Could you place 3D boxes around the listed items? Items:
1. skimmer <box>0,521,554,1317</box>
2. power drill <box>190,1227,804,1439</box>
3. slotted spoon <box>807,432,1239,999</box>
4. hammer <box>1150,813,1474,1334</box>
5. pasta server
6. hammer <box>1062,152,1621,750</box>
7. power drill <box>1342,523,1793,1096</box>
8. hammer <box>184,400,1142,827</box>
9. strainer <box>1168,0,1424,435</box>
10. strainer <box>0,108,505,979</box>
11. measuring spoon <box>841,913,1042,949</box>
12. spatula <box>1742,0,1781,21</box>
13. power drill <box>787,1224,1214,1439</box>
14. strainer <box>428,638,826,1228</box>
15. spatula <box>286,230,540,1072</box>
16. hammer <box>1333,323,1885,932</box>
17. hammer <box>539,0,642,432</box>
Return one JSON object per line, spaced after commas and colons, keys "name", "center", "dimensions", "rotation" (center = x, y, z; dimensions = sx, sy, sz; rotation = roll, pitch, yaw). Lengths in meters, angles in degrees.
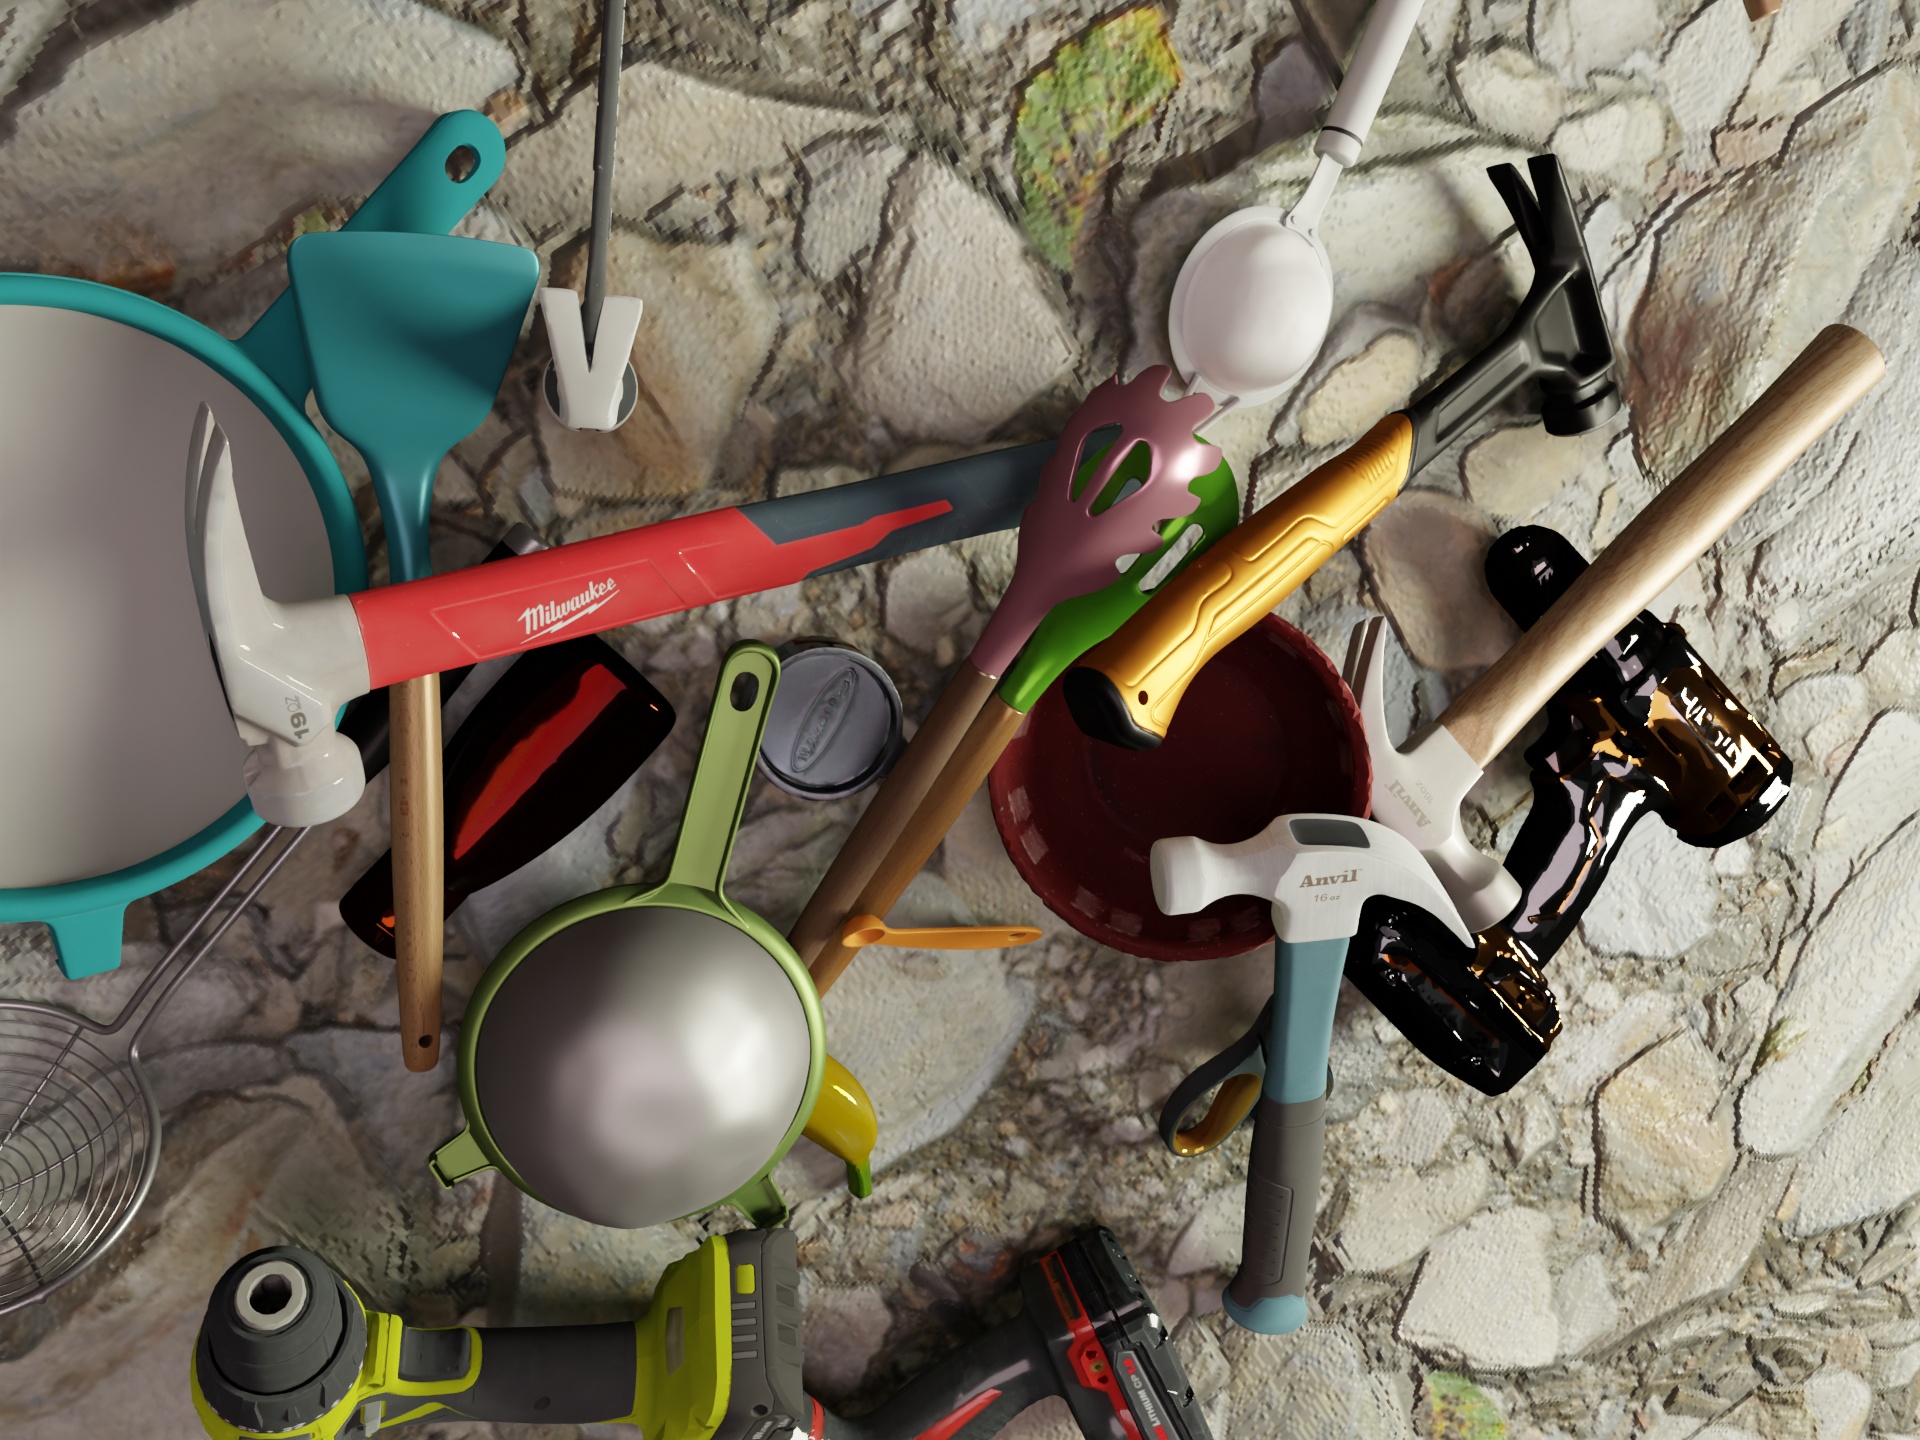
{"name": "skimmer", "center": [-0.286, 0.063, 0.598], "dimensions": [0.127, 0.090, 0.363], "rotation": [40, 89, 9]}
{"name": "power drill", "center": [-0.182, 0.252, 0.633], "dimensions": [0.228, 0.080, 0.190], "rotation": [4, 145, -17]}
{"name": "slotted spoon", "center": [0.009, 0.014, 0.667], "dimensions": [0.070, 0.031, 0.313], "rotation": [34, 107, -5]}
{"name": "hammer", "center": [0.147, 0.172, 0.711], "dimensions": [0.128, 0.033, 0.330], "rotation": [-6, 128, -3]}
{"name": "pasta server", "center": [-0.001, -0.002, 0.642], "dimensions": [0.060, 0.040, 0.316], "rotation": [38, 113, 12]}
{"name": "hammer", "center": [0.159, -0.103, 0.642], "dimensions": [0.337, 0.034, 0.127], "rotation": [-39, 118, -27]}
{"name": "power drill", "center": [0.263, 0.037, 0.749], "dimensions": [0.185, 0.084, 0.226], "rotation": [45, 85, -13]}
{"name": "hammer", "center": [-0.072, -0.078, 0.587], "dimensions": [0.386, 0.038, 0.143], "rotation": [-18, 130, -28]}
{"name": "strainer", "center": [0.157, -0.236, 0.674], "dimensions": [0.086, 0.050, 0.258], "rotation": [21, 94, -35]}
{"name": "strainer", "center": [-0.290, -0.095, 0.565], "dimensions": [0.340, 0.095, 0.210], "rotation": [-57, 134, -19]}
{"name": "measuring spoon", "center": [-0.006, 0.092, 0.701], "dimensions": [0.116, 0.011, 0.021], "rotation": [8, 145, -43]}
{"name": "spatula", "center": [0.283, -0.443, 0.654], "dimensions": [0.060, 0.018, 0.316], "rotation": [-25, 101, -7]}
{"name": "power drill", "center": [0.006, 0.366, 0.761], "dimensions": [0.226, 0.080, 0.187], "rotation": [-24, 108, -5]}
{"name": "strainer", "center": [-0.110, 0.095, 0.627], "dimensions": [0.151, 0.069, 0.256], "rotation": [14, 99, -15]}
{"name": "spatula", "center": [-0.199, -0.013, 0.582], "dimensions": [0.082, 0.044, 0.317], "rotation": [-6, 107, -32]}
{"name": "hammer", "center": [0.294, -0.065, 0.708], "dimensions": [0.331, 0.031, 0.130], "rotation": [-43, 94, -11]}
{"name": "hammer", "center": [-0.116, -0.308, 0.545], "dimensions": [0.036, 0.149, 0.409], "rotation": [3, 96, -13]}
